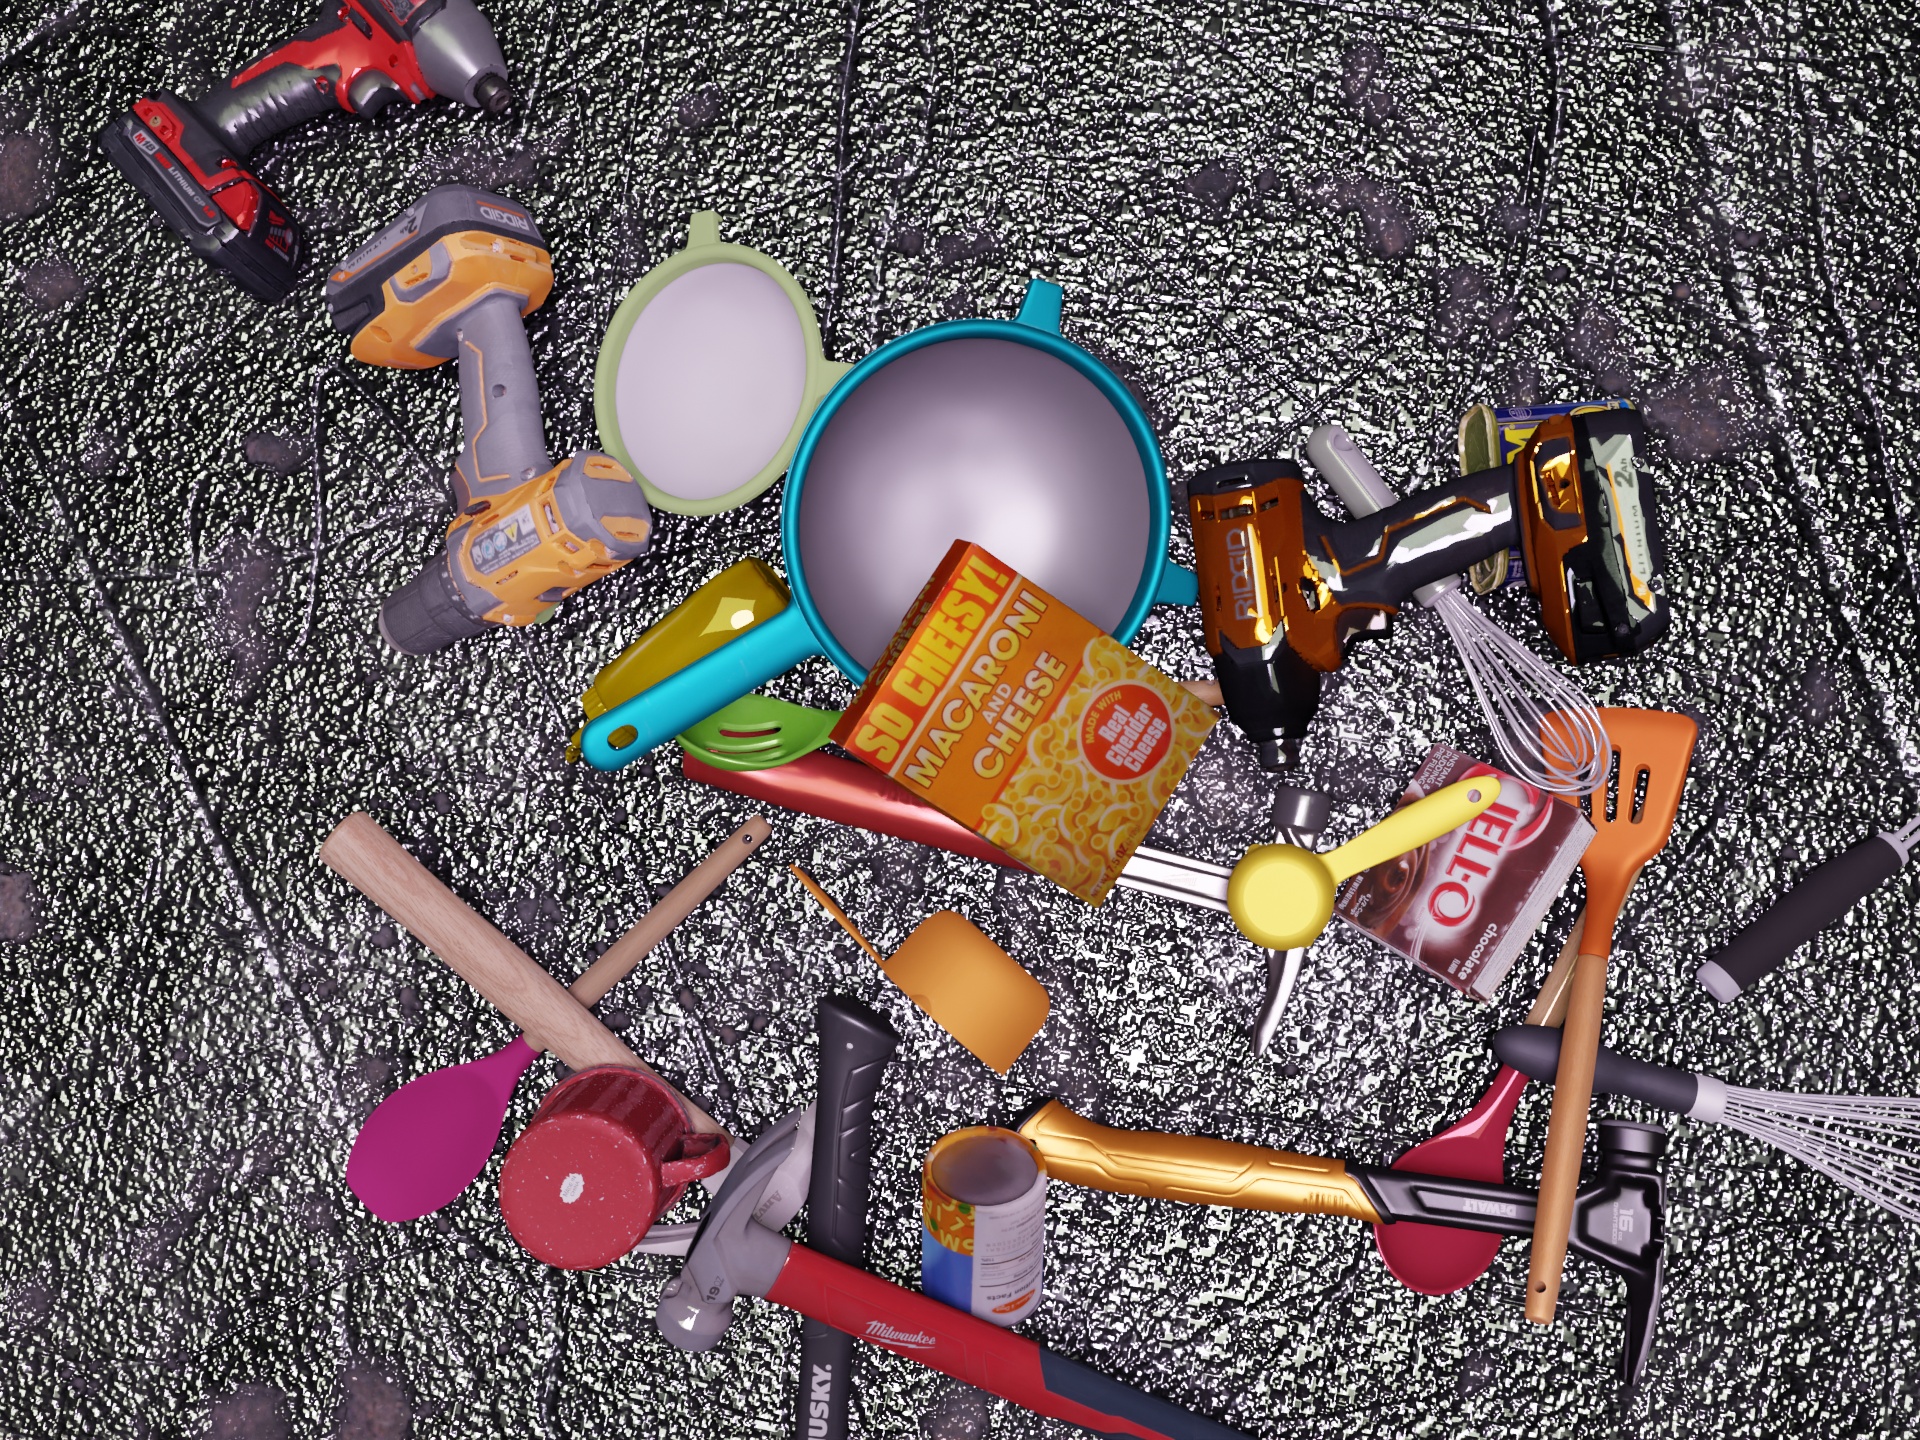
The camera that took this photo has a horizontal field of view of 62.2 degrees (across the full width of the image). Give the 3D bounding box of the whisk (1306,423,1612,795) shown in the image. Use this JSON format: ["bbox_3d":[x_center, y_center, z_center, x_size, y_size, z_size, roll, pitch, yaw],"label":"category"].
[{"bbox_3d":[0.266,-0.063,0.862,0.058,0.059,0.246,-26,76,-34],"label":"whisk"}]

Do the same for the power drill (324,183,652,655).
[{"bbox_3d":[-0.283,-0.159,0.901,0.185,0.084,0.226,-25,81,28],"label":"power drill"}]

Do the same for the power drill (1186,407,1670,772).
[{"bbox_3d":[0.234,-0.064,0.811,0.226,0.084,0.164,-8,84,22],"label":"power drill"}]

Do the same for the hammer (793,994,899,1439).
[{"bbox_3d":[-0.075,0.314,0.857,0.146,0.035,0.335,5,94,6],"label":"hammer"}]

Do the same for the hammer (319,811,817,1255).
[{"bbox_3d":[-0.223,0.172,0.886,0.331,0.031,0.130,40,91,0],"label":"hammer"}]

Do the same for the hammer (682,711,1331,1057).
[{"bbox_3d":[0.017,0.071,0.889,0.359,0.036,0.149,14,87,5],"label":"hammer"}]

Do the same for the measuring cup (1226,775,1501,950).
[{"bbox_3d":[0.211,0.070,0.831,0.156,0.029,0.062,-30,83,12],"label":"measuring cup"}]

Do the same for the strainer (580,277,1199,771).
[{"bbox_3d":[-0.053,-0.075,0.856,0.340,0.095,0.211,-31,107,-7],"label":"strainer"}]

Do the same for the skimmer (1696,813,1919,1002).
[{"bbox_3d":[0.550,0.040,0.818,0.363,0.090,0.127,-39,115,3],"label":"skimmer"}]

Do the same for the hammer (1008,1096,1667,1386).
[{"bbox_3d":[0.189,0.253,0.836,0.337,0.034,0.127,5,77,13],"label":"hammer"}]

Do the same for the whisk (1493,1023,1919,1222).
[{"bbox_3d":[0.417,0.205,0.823,0.284,0.070,0.070,15,87,3],"label":"whisk"}]

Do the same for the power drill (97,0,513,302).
[{"bbox_3d":[-0.376,-0.361,0.941,0.219,0.078,0.143,-43,84,-2],"label":"power drill"}]

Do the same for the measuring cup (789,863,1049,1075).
[{"bbox_3d":[-0.023,0.118,0.875,0.174,0.095,0.052,41,85,25],"label":"measuring cup"}]

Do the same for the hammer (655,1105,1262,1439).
[{"bbox_3d":[0.048,0.325,0.808,0.386,0.038,0.143,26,113,-9],"label":"hammer"}]

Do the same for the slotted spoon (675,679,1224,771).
[{"bbox_3d":[-0.001,-0.003,0.877,0.313,0.070,0.031,-5,125,-6],"label":"slotted spoon"}]

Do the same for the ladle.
[{"bbox_3d":[0.314,0.163,0.861,0.069,0.031,0.315,29,87,6],"label":"ladle"}]

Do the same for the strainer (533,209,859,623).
[{"bbox_3d":[-0.162,-0.149,0.915,0.256,0.069,0.152,-47,69,18],"label":"strainer"}]

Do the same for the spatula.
[{"bbox_3d":[0.316,0.140,0.809,0.081,0.041,0.323,2,59,32],"label":"spatula"}]

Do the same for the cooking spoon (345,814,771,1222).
[{"bbox_3d":[-0.227,0.167,0.911,0.319,0.017,0.069,-43,89,1],"label":"cooking spoon"}]
